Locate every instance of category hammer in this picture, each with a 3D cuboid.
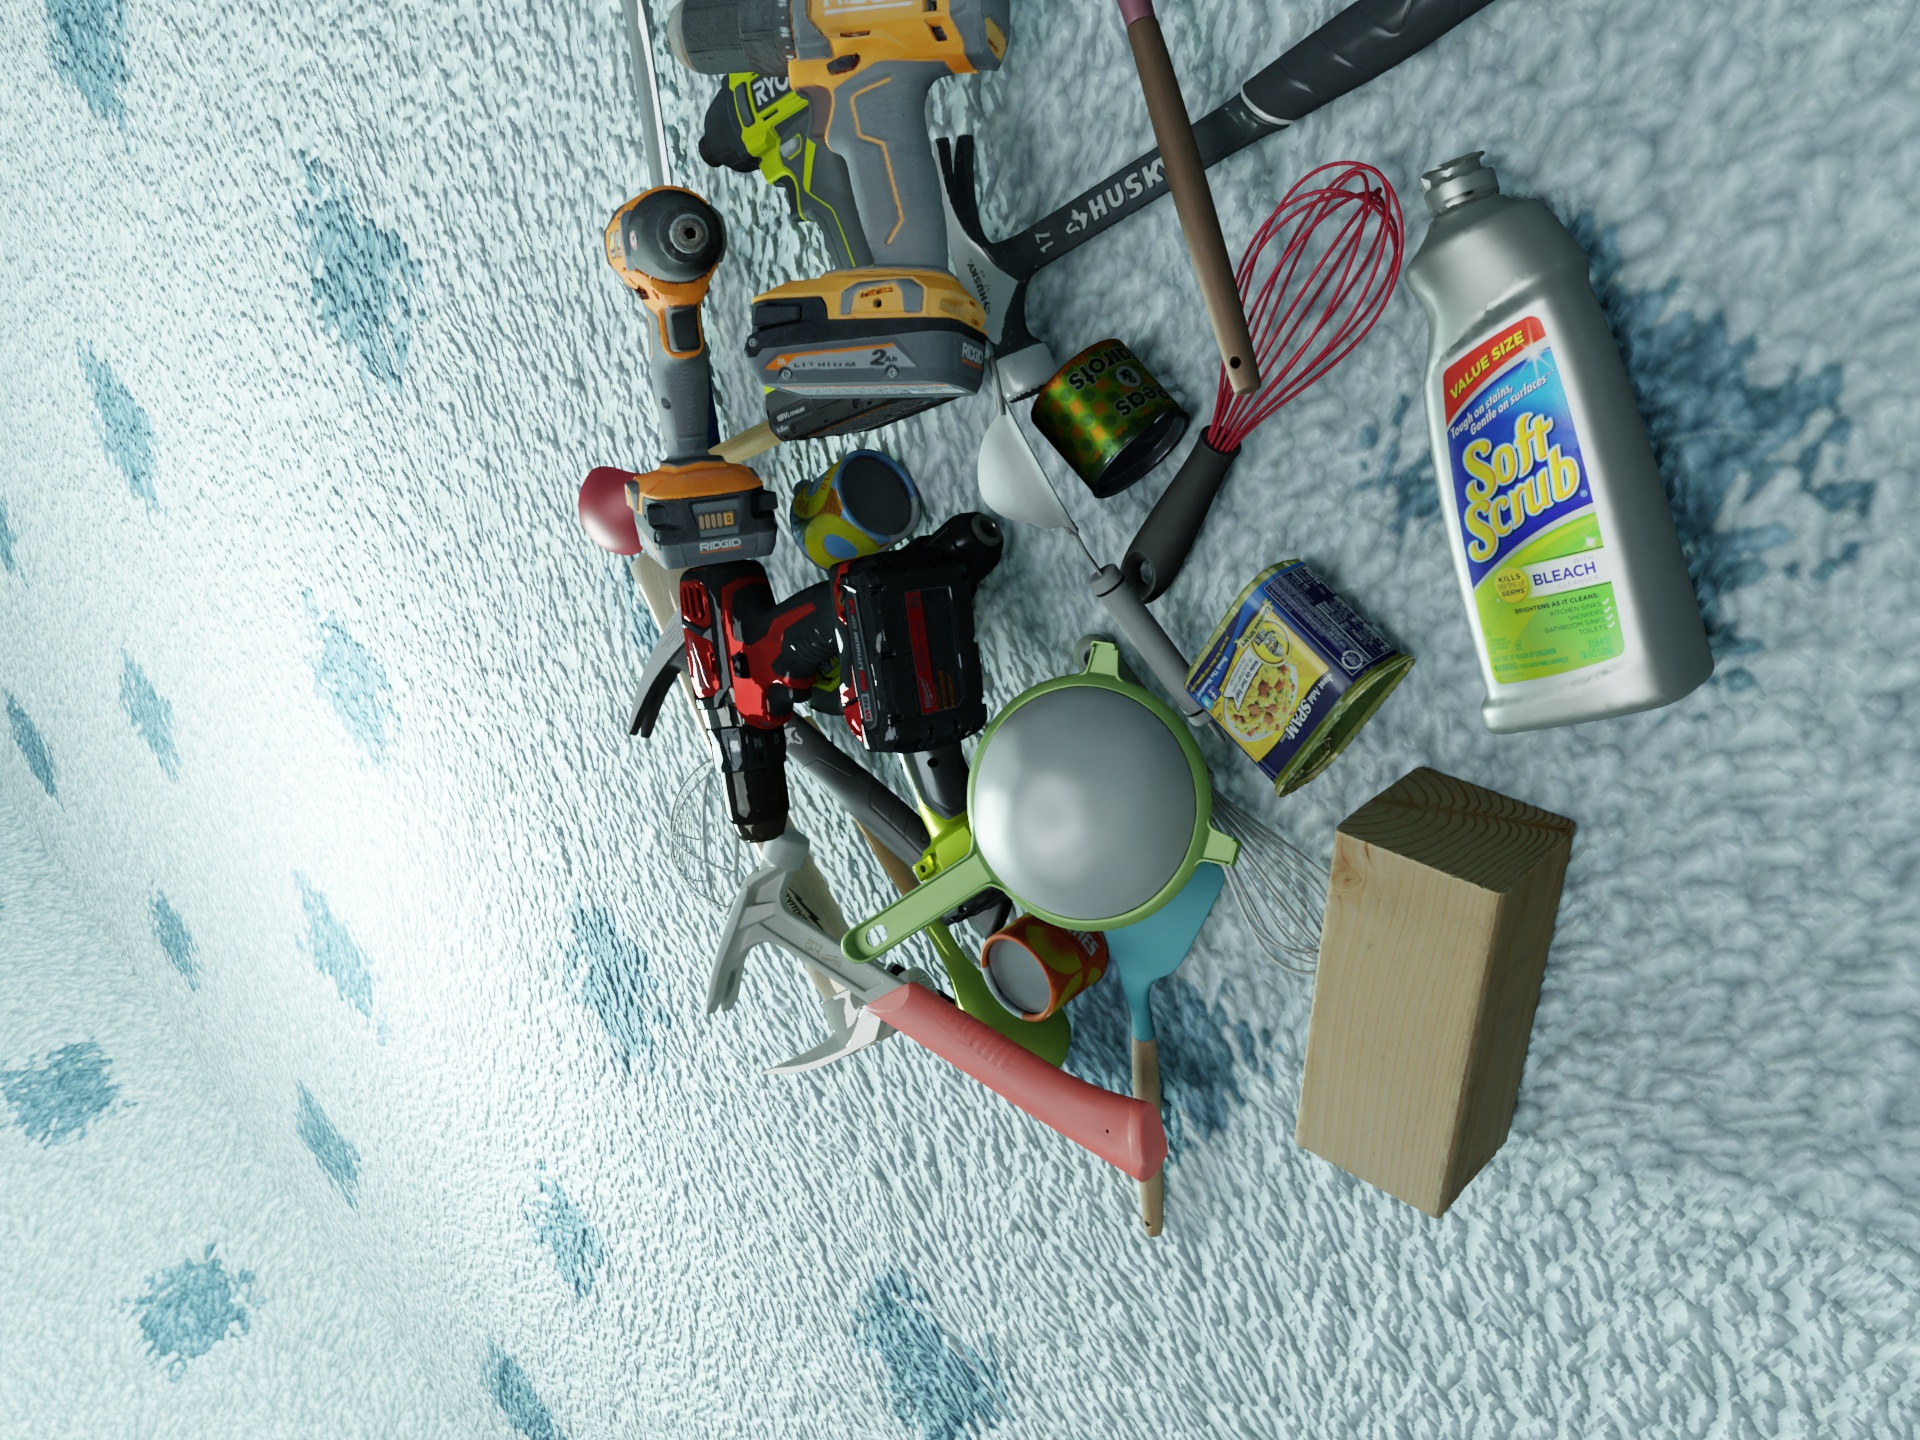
[{"bbox_3d":[0.132,-0.293,0.767,0.409,0.036,0.149,-18,96,48],"label":"hammer"},{"bbox_3d":[-0.163,0.061,1.200,0.146,0.038,0.411,-29,79,19],"label":"hammer"},{"bbox_3d":[-0.201,-0.320,1.094,0.144,0.035,0.405,16,122,40],"label":"hammer"},{"bbox_3d":[-0.095,0.039,1.139,0.335,0.035,0.146,40,95,15],"label":"hammer"},{"bbox_3d":[-0.022,0.212,1.074,0.359,0.036,0.149,27,102,30],"label":"hammer"}]

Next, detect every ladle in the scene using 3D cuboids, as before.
[{"bbox_3d":[-0.165,-0.180,1.097,0.315,0.031,0.069,-17,104,36],"label":"ladle"},{"bbox_3d":[-0.028,0.126,1.155,0.078,0.062,0.320,-40,70,17],"label":"ladle"}]

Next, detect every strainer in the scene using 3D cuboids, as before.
[{"bbox_3d":[0.021,0.076,0.921,0.256,0.069,0.151,-34,77,19],"label":"strainer"},{"bbox_3d":[0.074,-0.082,0.880,0.050,0.087,0.258,-36,108,9],"label":"strainer"}]

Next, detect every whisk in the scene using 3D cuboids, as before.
[{"bbox_3d":[0.142,-0.157,0.815,0.073,0.073,0.295,47,143,17],"label":"whisk"},{"bbox_3d":[0.144,0.045,0.930,0.058,0.059,0.246,-40,73,11],"label":"whisk"}]

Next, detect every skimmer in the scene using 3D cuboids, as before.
[{"bbox_3d":[-0.089,0.153,1.237,0.363,0.090,0.127,28,126,20],"label":"skimmer"}]

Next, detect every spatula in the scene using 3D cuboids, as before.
[{"bbox_3d":[0.130,0.222,1.054,0.082,0.044,0.317,21,129,37],"label":"spatula"}]

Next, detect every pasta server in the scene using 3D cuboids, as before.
[{"bbox_3d":[0.089,-0.304,0.747,0.060,0.040,0.316,-19,83,35],"label":"pasta server"}]

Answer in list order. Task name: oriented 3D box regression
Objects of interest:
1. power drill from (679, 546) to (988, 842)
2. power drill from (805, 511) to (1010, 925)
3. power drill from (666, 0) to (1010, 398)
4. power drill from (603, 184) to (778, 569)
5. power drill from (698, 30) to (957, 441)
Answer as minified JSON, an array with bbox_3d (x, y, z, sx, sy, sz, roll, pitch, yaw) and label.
[{"bbox_3d":[-0.090,-0.015,0.999,0.227,0.080,0.188,-3,97,46],"label":"power drill"},{"bbox_3d":[-0.002,-0.003,1.019,0.190,0.080,0.229,-38,76,40],"label":"power drill"},{"bbox_3d":[-0.069,-0.288,0.841,0.185,0.084,0.226,3,95,17],"label":"power drill"},{"bbox_3d":[-0.170,-0.213,0.987,0.164,0.084,0.226,-147,49,-68],"label":"power drill"},{"bbox_3d":[-0.081,-0.288,0.950,0.171,0.080,0.223,-9,95,47],"label":"power drill"}]
